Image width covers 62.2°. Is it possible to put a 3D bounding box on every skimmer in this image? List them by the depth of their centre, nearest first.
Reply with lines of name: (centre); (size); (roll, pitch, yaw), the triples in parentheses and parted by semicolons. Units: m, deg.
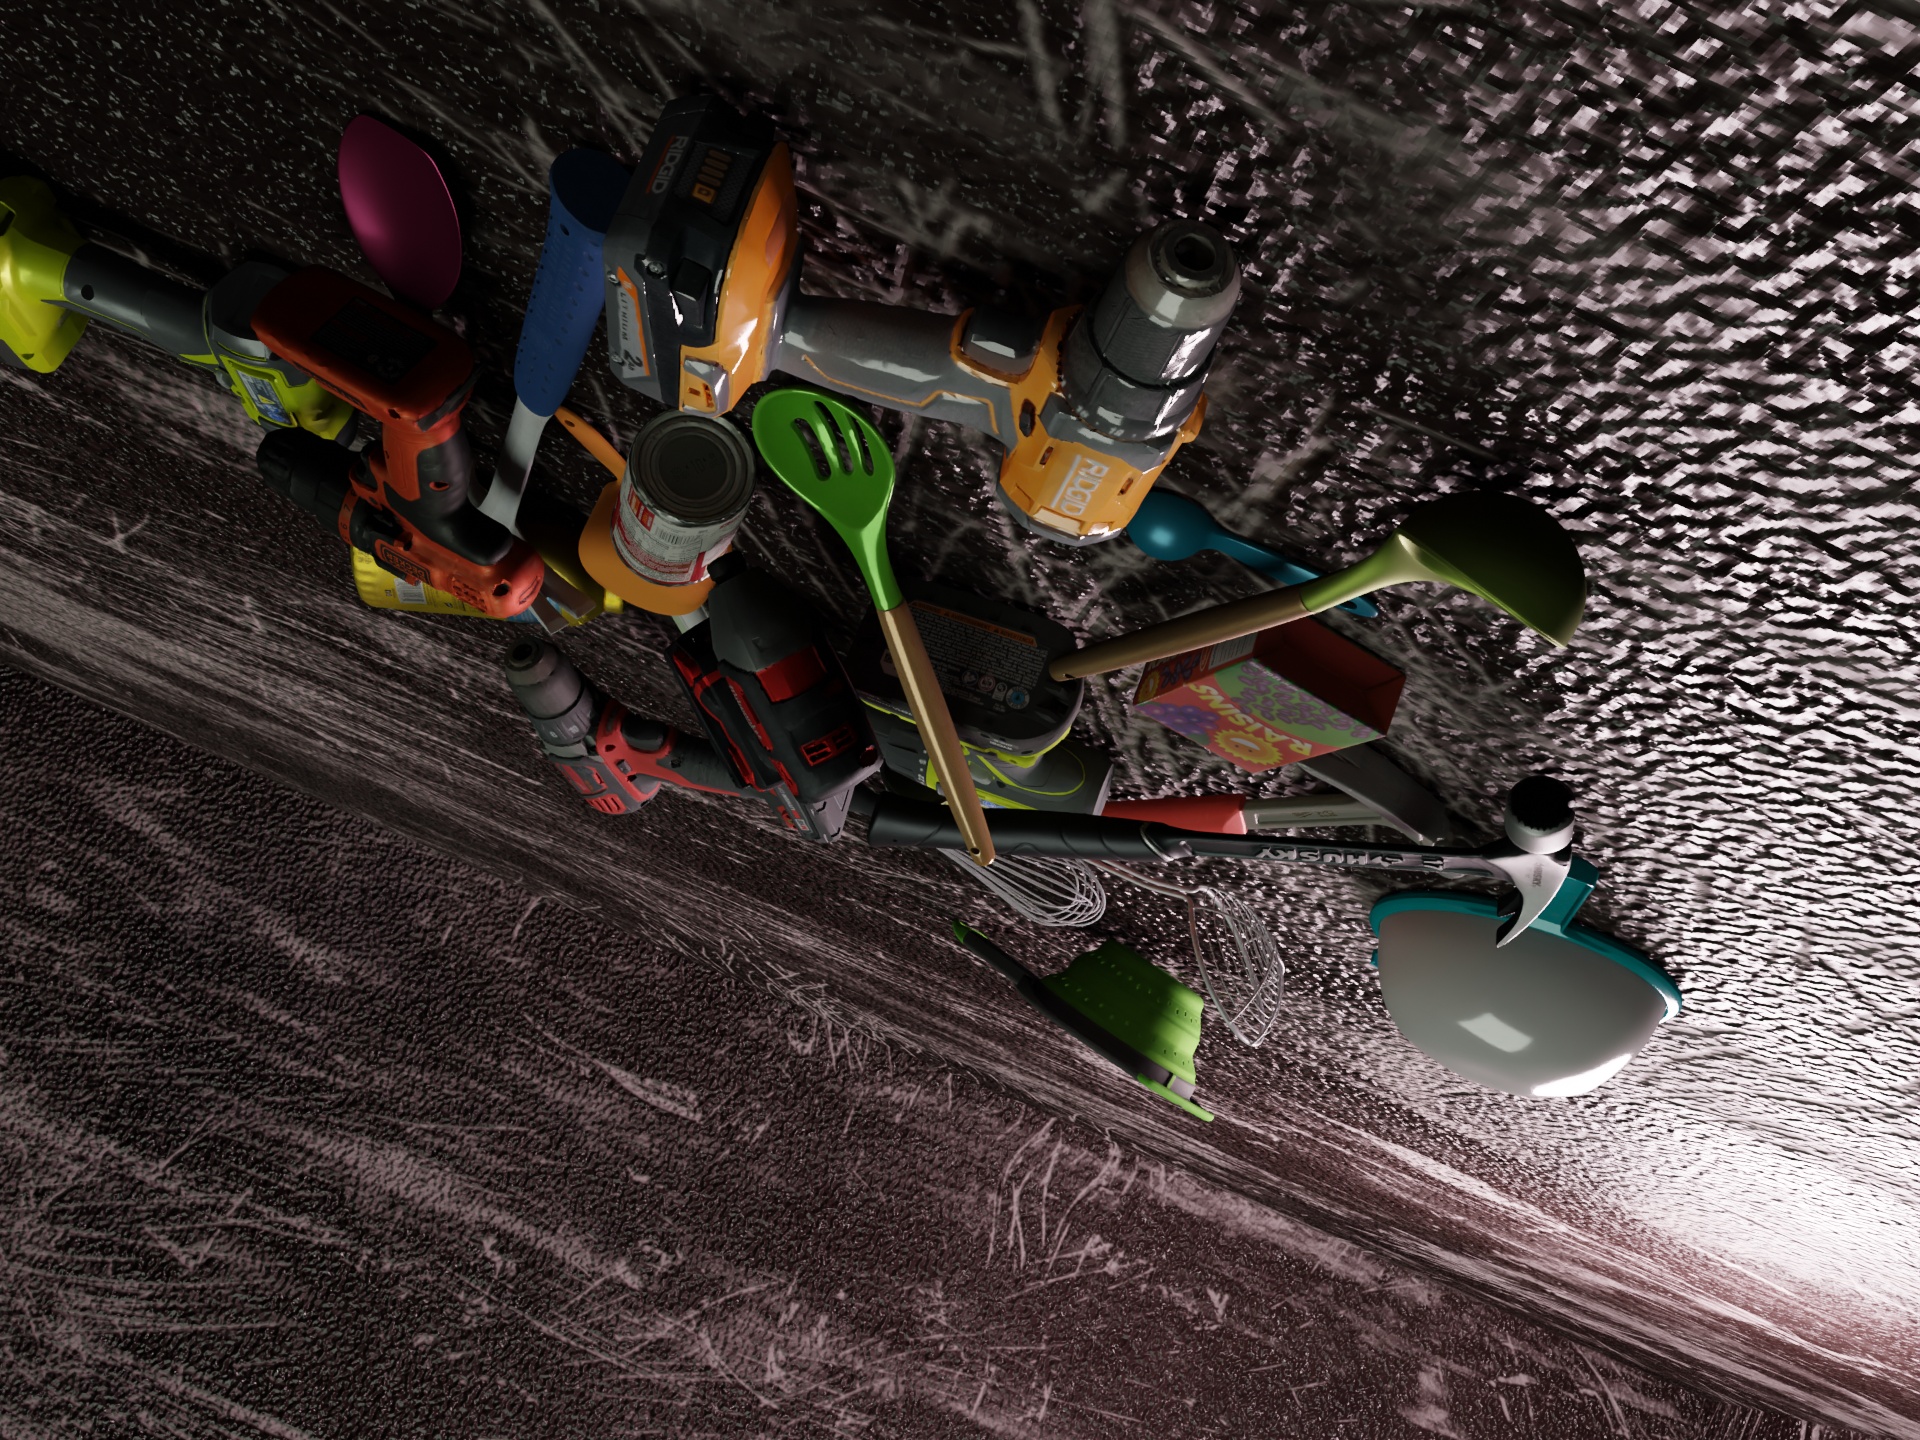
skimmer: (0.090, 0.130, 1.233); (0.363, 0.090, 0.127); (25, -155, 4)

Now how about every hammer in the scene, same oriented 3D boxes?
hammer: (-0.217, -0.160, 0.825); (0.144, 0.035, 0.405); (53, 154, -2)
hammer: (0.137, 0.073, 0.929); (0.409, 0.036, 0.149); (3, 148, 18)
hammer: (0.155, 0.059, 1.047); (0.149, 0.037, 0.359); (33, 159, -26)

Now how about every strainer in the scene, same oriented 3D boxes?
strainer: (0.364, 0.178, 1.037); (0.211, 0.095, 0.340); (17, 162, 17)

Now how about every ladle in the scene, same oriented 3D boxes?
ladle: (0.137, -0.040, 0.721); (0.078, 0.062, 0.320); (29, 157, -27)

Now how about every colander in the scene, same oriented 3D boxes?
colander: (0.119, 0.250, 1.566); (0.204, 0.094, 0.397); (36, 176, -35)

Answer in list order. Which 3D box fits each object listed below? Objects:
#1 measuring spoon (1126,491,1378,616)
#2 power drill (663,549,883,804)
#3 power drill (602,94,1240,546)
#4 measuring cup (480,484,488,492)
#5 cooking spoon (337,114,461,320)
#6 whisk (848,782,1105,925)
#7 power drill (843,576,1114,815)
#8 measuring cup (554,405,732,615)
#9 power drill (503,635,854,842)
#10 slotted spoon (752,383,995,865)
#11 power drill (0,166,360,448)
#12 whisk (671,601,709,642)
measuring spoon: (0.134, -0.069, 0.738); (0.128, 0.021, 0.042); (24, 161, -3)
power drill: (-0.115, -0.024, 0.940); (0.143, 0.078, 0.220); (62, 167, -5)
power drill: (-0.014, -0.152, 0.598); (0.226, 0.084, 0.185); (20, 161, -4)
measuring cup: (-0.392, -0.160, 1.088); (0.156, 0.029, 0.062); (12, 159, 23)
cooking spoon: (-0.280, -0.189, 0.827); (0.069, 0.017, 0.318); (32, 151, 2)
whisk: (-0.009, 0.098, 1.326); (0.285, 0.070, 0.070); (24, 162, 14)
power drill: (-0.002, -0.003, 0.998); (0.190, 0.080, 0.228); (19, 164, 12)
measuring cup: (-0.204, -0.119, 0.944); (0.095, 0.052, 0.173); (14, 162, 25)
power drill: (-0.199, 0.009, 1.124); (0.227, 0.080, 0.187); (5, 149, 17)
slotted spoon: (-0.031, -0.041, 0.835); (0.070, 0.031, 0.313); (0, 129, 27)
power drill: (-0.466, -0.226, 0.926); (0.223, 0.080, 0.171); (20, 161, -2)
whisk: (-0.173, -0.042, 1.139); (0.059, 0.058, 0.246); (51, 170, 28)
